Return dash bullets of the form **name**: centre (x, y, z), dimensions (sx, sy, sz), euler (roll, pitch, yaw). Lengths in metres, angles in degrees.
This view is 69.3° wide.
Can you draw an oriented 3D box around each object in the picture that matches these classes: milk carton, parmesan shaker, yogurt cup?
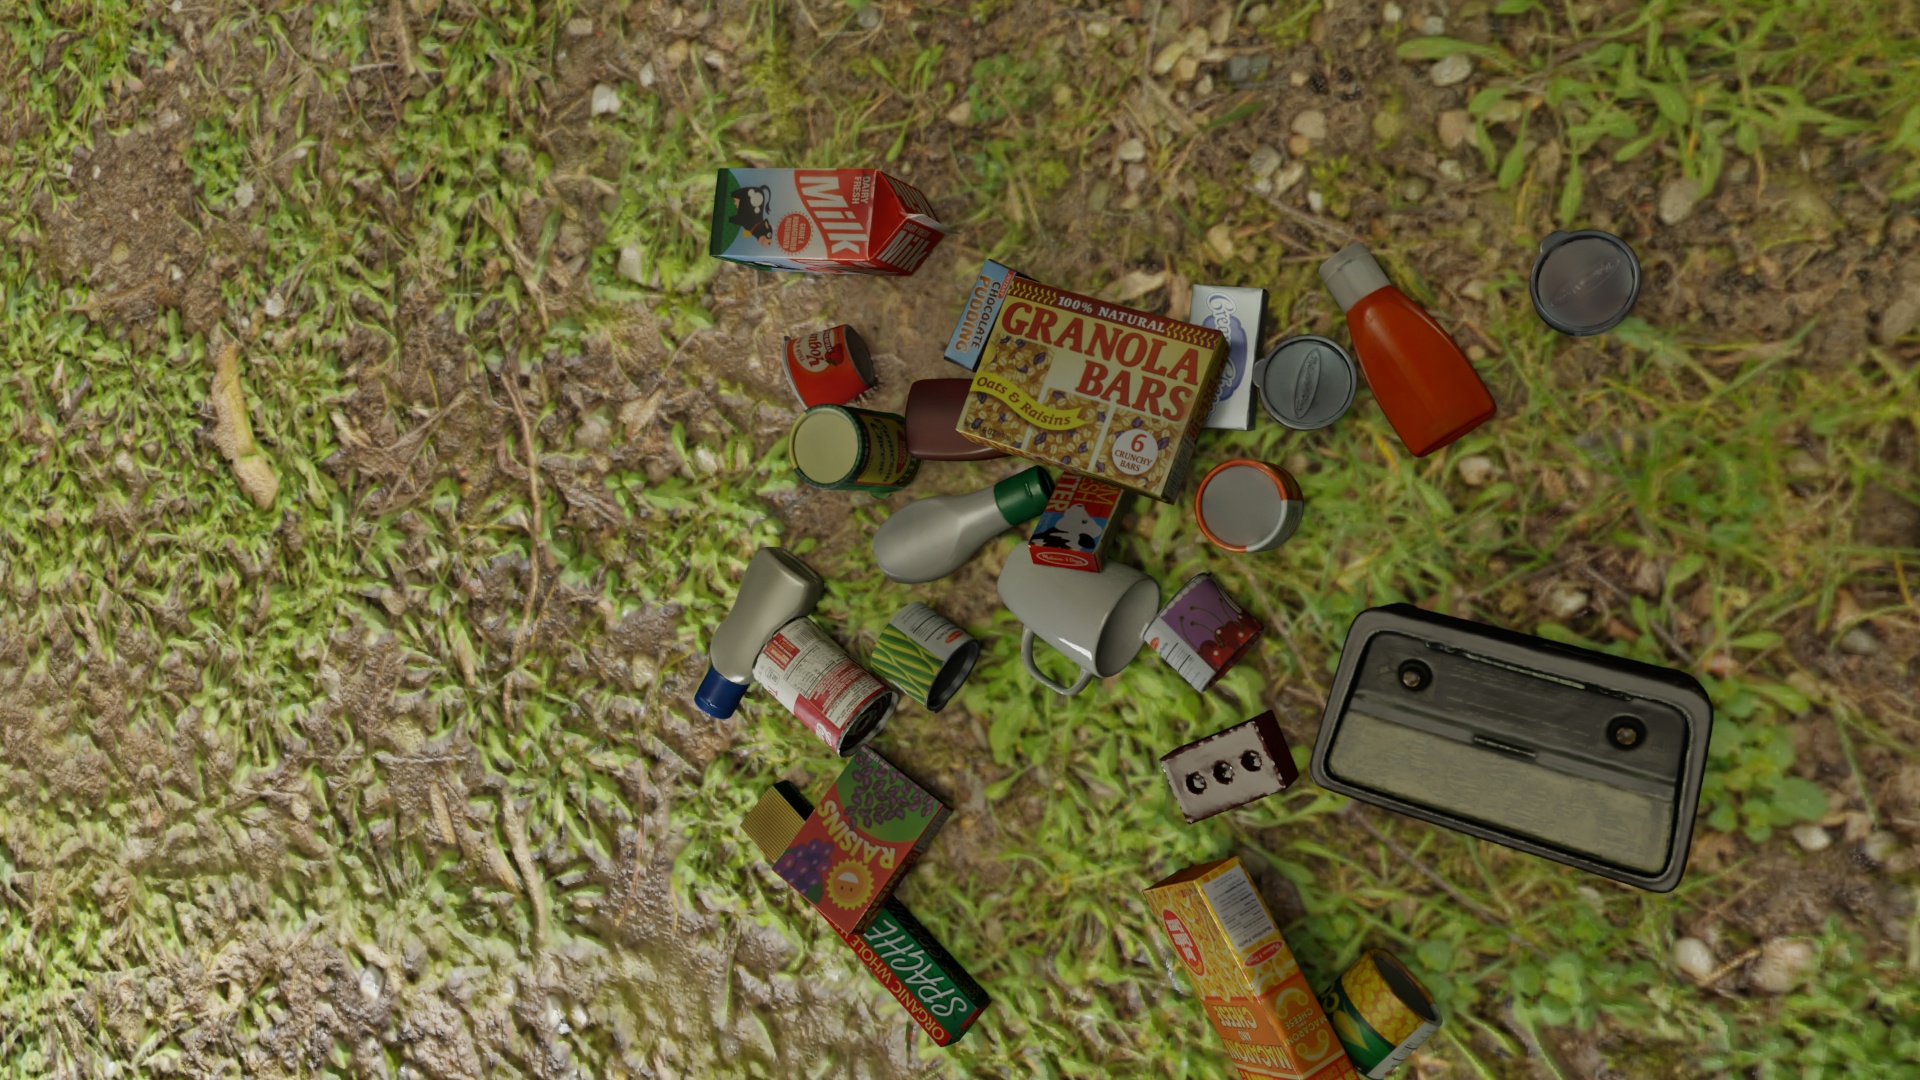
- **milk carton**: centre (-0.100, -0.254, 1.108), dimensions (0.190, 0.072, 0.073), euler (7, 93, 24)
- **parmesan shaker**: centre (-0.081, -0.068, 1.083), dimensions (0.071, 0.103, 0.071), euler (0, 91, 24)
- **yogurt cup**: centre (-0.104, -0.139, 1.117), dimensions (0.054, 0.072, 0.072), euler (-21, 82, 15)

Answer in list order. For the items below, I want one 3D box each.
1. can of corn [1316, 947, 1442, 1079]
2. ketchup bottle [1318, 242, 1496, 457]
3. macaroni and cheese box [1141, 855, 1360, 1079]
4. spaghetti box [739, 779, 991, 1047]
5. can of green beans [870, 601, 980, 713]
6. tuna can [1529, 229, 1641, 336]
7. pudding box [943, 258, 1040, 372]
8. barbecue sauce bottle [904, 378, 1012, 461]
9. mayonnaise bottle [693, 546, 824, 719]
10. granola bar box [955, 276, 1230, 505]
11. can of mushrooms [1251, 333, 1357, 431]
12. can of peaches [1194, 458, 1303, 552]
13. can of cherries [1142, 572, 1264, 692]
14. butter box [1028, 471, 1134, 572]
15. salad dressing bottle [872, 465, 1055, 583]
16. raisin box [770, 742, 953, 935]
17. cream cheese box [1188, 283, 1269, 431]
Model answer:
- **can of corn**: centre (0.280, 0.318, 0.942), dimensions (0.071, 0.071, 0.058), euler (45, 106, 17)
- **ketchup bottle**: centre (0.298, -0.133, 0.946), dimensions (0.064, 0.043, 0.149), euler (-33, 77, 20)
- **macaroni and cheese box**: centre (0.197, 0.304, 0.951), dimensions (0.040, 0.123, 0.166), euler (-25, 78, -16)
- **spaghetti box**: centre (-0.079, 0.299, 1.124), dimensions (0.250, 0.029, 0.050), euler (43, 106, 18)
- **can of green beans**: centre (-0.028, 0.089, 1.080), dimensions (0.058, 0.071, 0.071), euler (33, 103, 21)
- **tuna can**: centre (0.405, -0.169, 0.904), dimensions (0.071, 0.033, 0.071), euler (0, 90, 24)
- **pudding box**: centre (0.024, -0.169, 1.065), dimensions (0.030, 0.050, 0.083), euler (30, 101, 23)
- **barbecue sauce bottle**: centre (0.032, -0.092, 1.066), dimensions (0.148, 0.043, 0.065), euler (2, 84, 23)
- **mayonnaise bottle**: centre (-0.174, 0.080, 1.160), dimensions (0.065, 0.041, 0.147), euler (37, 105, 21)
- **granola bar box**: centre (0.094, -0.110, 0.999), dimensions (0.166, 0.039, 0.124), euler (19, 86, 22)
- **can of mushrooms**: centre (0.239, -0.110, 0.970), dimensions (0.071, 0.033, 0.071), euler (0, 91, 9)
- **can of peaches**: centre (0.202, -0.026, 0.981), dimensions (0.071, 0.058, 0.071), euler (0, 91, 24)
- **can of cherries**: centre (0.175, 0.064, 0.990), dimensions (0.058, 0.071, 0.071), euler (44, 107, 18)
- **butter box**: centre (0.092, -0.022, 1.015), dimensions (0.053, 0.104, 0.024), euler (7, 137, 24)
- **salad dressing bottle**: centre (0.004, -0.014, 1.079), dimensions (0.147, 0.044, 0.064), euler (-24, 79, 21)
- **raisin box**: centre (-0.078, 0.236, 1.097), dimensions (0.086, 0.040, 0.123), euler (34, 82, 19)
- **cream cheese box**: centre (0.190, -0.132, 1.005), dimensions (0.053, 0.024, 0.103), euler (7, 93, 23)
